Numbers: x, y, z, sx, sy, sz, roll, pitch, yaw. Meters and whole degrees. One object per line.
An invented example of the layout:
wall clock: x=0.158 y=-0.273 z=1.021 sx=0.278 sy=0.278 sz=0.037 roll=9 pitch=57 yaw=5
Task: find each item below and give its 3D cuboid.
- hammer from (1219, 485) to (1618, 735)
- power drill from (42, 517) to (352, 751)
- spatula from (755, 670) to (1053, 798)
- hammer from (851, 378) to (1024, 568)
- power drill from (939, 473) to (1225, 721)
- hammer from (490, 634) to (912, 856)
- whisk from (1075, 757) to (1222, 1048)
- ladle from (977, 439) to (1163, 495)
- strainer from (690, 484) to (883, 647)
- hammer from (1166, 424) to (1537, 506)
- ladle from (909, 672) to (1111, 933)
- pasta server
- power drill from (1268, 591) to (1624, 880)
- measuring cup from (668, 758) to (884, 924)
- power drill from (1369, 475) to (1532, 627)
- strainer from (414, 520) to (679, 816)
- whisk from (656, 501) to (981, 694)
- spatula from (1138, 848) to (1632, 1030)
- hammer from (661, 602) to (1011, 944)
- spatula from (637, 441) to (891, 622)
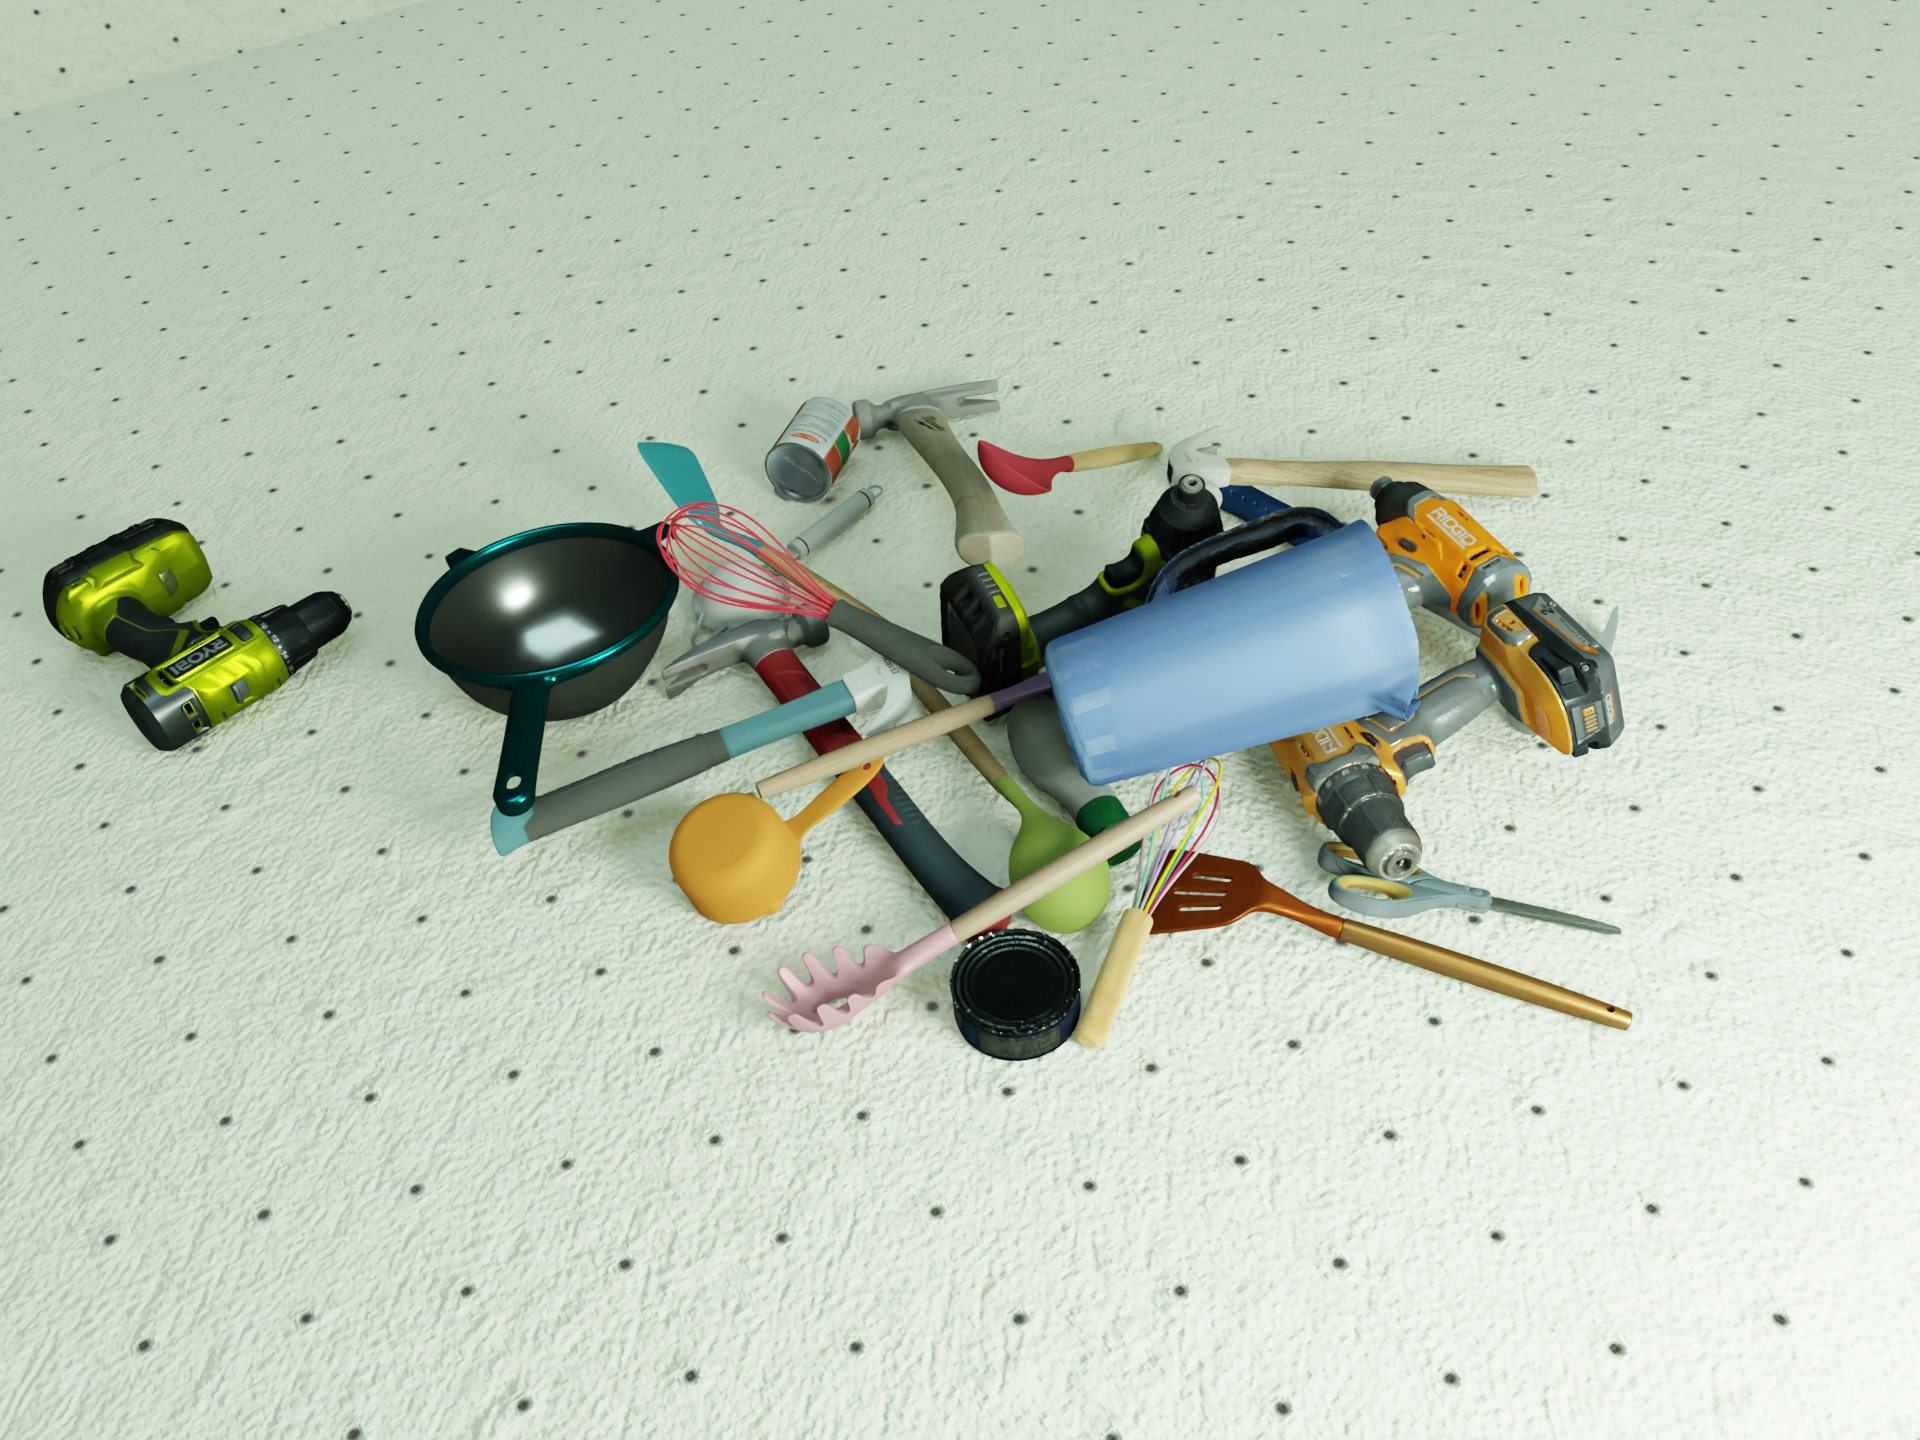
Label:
hammer: x=0.354 y=-0.127 z=1.335 sx=0.144 sy=0.035 sz=0.406 roll=-33 pitch=50 yaw=-26
power drill: x=-0.655 y=-0.085 z=1.364 sx=0.229 sy=0.080 sz=0.190 roll=31 pitch=54 yaw=29
spatula: x=-0.002 y=-0.004 z=1.163 sx=0.316 sy=0.018 sz=0.060 roll=-21 pitch=12 yaw=-18
hammer: x=0.004 y=-0.224 z=1.399 sx=0.146 sy=0.038 sz=0.411 roll=-12 pitch=28 yaw=-7
power drill: x=0.100 y=-0.100 z=1.236 sx=0.223 sy=0.171 sz=0.080 roll=-24 pitch=61 yaw=-13
hammer: x=-0.189 y=0.022 z=1.185 sx=0.331 sy=0.033 sz=0.128 roll=-22 pitch=45 yaw=-13
whisk: x=0.130 y=0.115 z=1.084 sx=0.047 sy=0.051 sz=0.245 roll=3 pitch=49 yaw=32
ladle: x=0.104 y=-0.227 z=1.381 sx=0.069 sy=0.031 sz=0.315 roll=41 pitch=30 yaw=18
strainer: x=-0.151 y=-0.150 z=1.409 sx=0.087 sy=0.050 sz=0.258 roll=27 pitch=48 yaw=24
hammer: x=0.343 y=-0.216 z=1.397 sx=0.331 sy=0.031 sz=0.130 roll=1 pitch=33 yaw=-8
ladle: x=0.017 y=0.044 z=1.189 sx=0.078 sy=0.062 sz=0.320 roll=6 pitch=27 yaw=-32
pasta server: x=0.016 y=0.121 z=1.046 sx=0.316 sy=0.040 sz=0.060 roll=-30 pitch=31 yaw=1
power drill: x=0.345 y=0.014 z=1.118 sx=0.226 sy=0.084 sz=0.186 roll=-24 pitch=34 yaw=3
measuring cup: x=-0.130 y=0.068 z=1.132 sx=0.173 sy=0.052 sz=0.095 roll=-39 pitch=53 yaw=-8
power drill: x=0.305 y=-0.104 z=1.251 sx=0.226 sy=0.084 sz=0.164 roll=-28 pitch=49 yaw=-4
strainer: x=-0.320 y=-0.024 z=1.246 sx=0.211 sy=0.095 sz=0.341 roll=-7 pitch=42 yaw=0
whisk: x=-0.112 y=-0.090 z=1.221 sx=0.296 sy=0.073 sz=0.073 roll=28 pitch=52 yaw=17
spatula: x=0.277 y=0.151 z=1.060 sx=0.323 sy=0.041 sz=0.081 roll=17 pitch=50 yaw=17
hammer: x=-0.090 y=0.044 z=1.197 sx=0.143 sy=0.038 sz=0.387 roll=-25 pitch=47 yaw=-18
spatula: x=-0.143 y=-0.139 z=1.338 sx=0.318 sy=0.044 sz=0.082 roll=34 pitch=18 yaw=17
